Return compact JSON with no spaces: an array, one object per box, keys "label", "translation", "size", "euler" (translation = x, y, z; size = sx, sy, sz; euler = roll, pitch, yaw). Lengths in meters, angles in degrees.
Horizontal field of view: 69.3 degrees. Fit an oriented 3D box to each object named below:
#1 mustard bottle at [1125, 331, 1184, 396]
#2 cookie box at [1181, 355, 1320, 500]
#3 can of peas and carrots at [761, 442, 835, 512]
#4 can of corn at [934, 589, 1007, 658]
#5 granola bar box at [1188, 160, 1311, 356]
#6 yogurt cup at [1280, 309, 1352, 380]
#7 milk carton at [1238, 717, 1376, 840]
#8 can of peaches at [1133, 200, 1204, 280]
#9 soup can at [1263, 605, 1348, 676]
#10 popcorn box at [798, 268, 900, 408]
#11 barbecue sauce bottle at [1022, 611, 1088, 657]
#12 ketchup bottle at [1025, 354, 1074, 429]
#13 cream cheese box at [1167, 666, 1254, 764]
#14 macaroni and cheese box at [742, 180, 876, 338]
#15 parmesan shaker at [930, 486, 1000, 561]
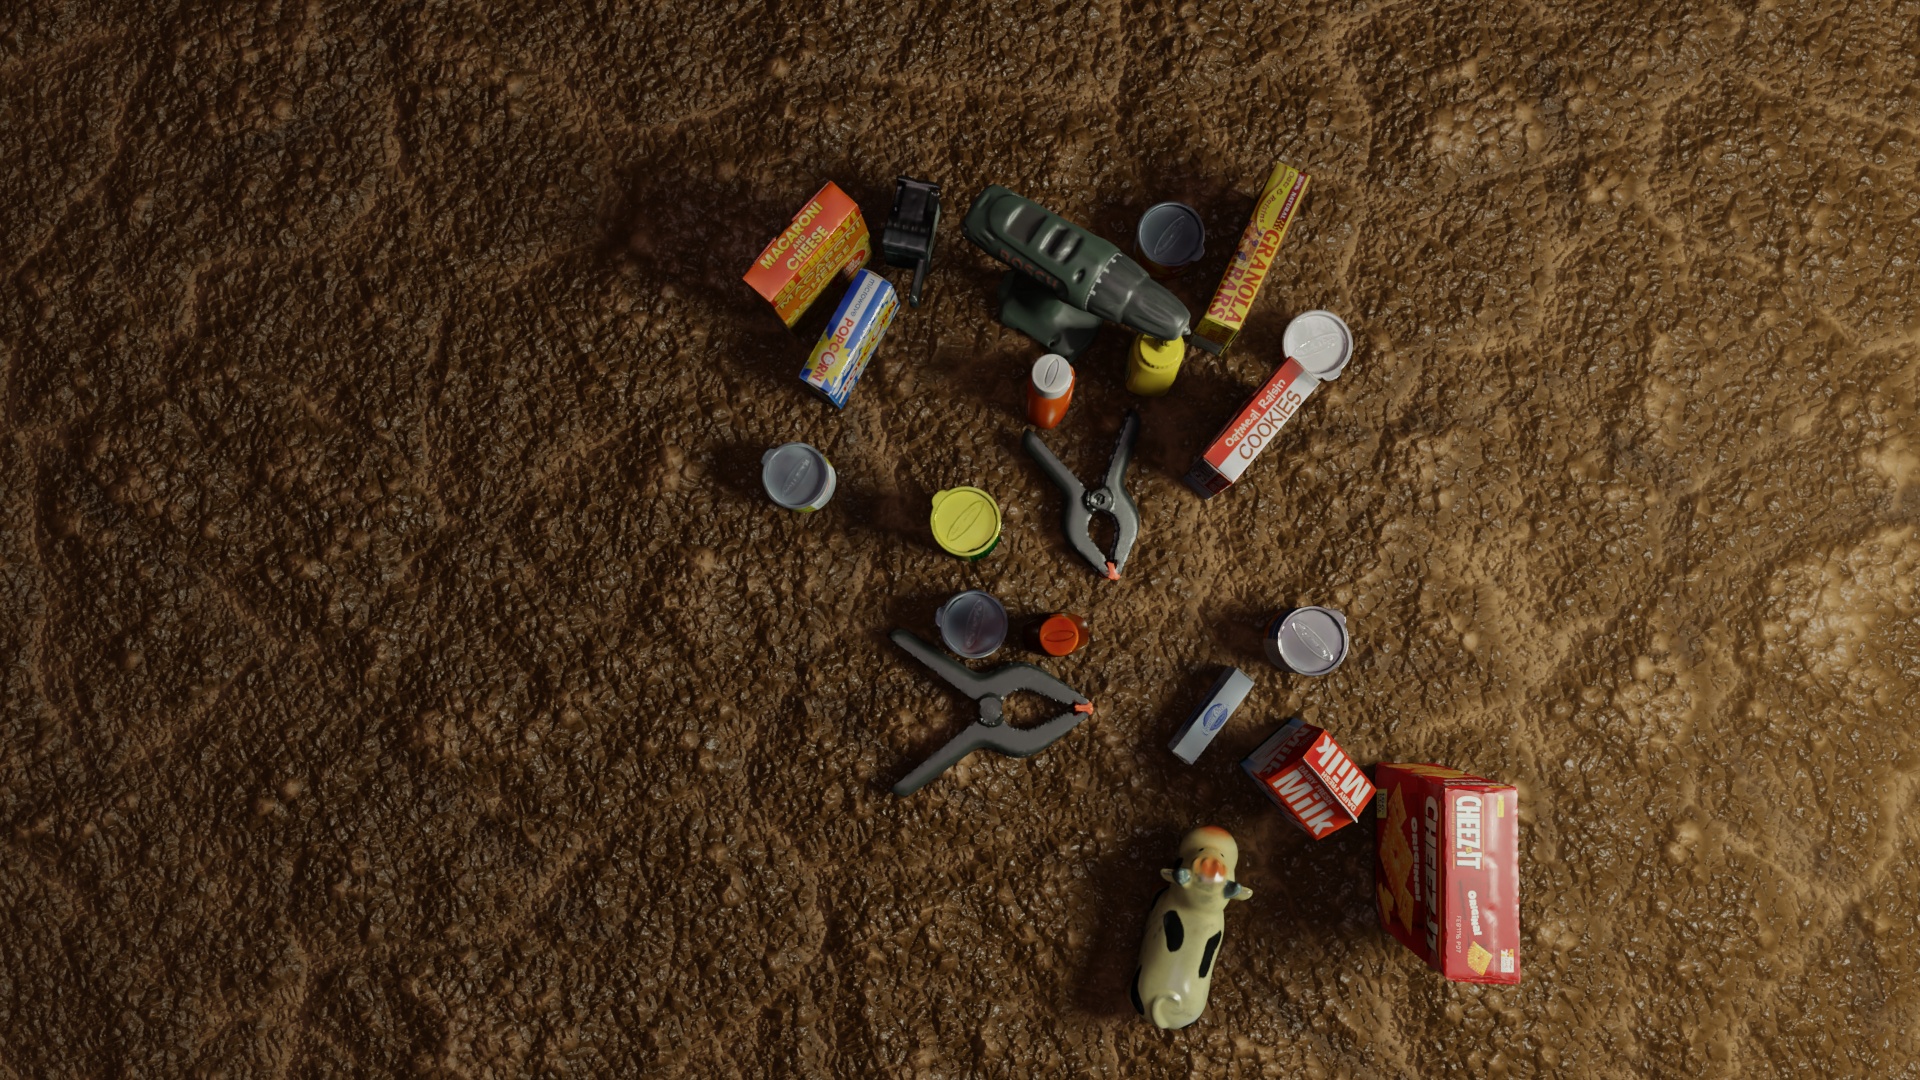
[{"label":"mustard bottle","translation":[0.187,-0.178,1.332],"size":[0.049,0.160,0.065],"euler":[9,87,3]},{"label":"cookie box","translation":[0.271,-0.104,1.320],"size":[0.040,0.167,0.123],"euler":[40,89,4]},{"label":"can of peas and carrots","translation":[-0.163,-0.063,1.388],"size":[0.071,0.058,0.071],"euler":[0,86,2]},{"label":"can of corn","translation":[0.012,0.082,1.370],"size":[0.071,0.058,0.071],"euler":[0,86,2]},{"label":"granola bar box","translation":[0.280,-0.270,1.353],"size":[0.039,0.124,0.165],"euler":[25,87,4]},{"label":"yogurt cup","translation":[0.350,-0.190,1.380],"size":[0.072,0.054,0.072],"euler":[0,86,2]},{"label":"milk carton","translation":[0.321,0.219,1.282],"size":[0.073,0.190,0.072],"euler":[-40,86,-1]},{"label":"can of peaches","translation":[0.210,-0.298,1.391],"size":[0.071,0.058,0.071],"euler":[0,86,2]},{"label":"soup can","translation":[0.335,0.095,1.344],"size":[0.071,0.083,0.071],"euler":[0,86,2]},{"label":"popcorn box","translation":[-0.109,-0.200,1.383],"size":[0.038,0.085,0.126],"euler":[29,88,4]},{"label":"barbecue sauce bottle","translation":[0.091,0.090,1.321],"size":[0.065,0.148,0.043],"euler":[-6,86,2]},{"label":"ketchup bottle","translation":[0.087,-0.148,1.339],"size":[0.043,0.149,0.064],"euler":[20,87,3]},{"label":"cream cheese box","translation":[0.244,0.170,1.357],"size":[0.024,0.053,0.104],"euler":[38,88,4]},{"label":"macaroni and cheese box","translation":[-0.145,-0.269,1.348],"size":[0.040,0.166,0.124],"euler":[42,89,4]},{"label":"parmesan shaker","translation":[0.005,-0.017,1.356],"size":[0.071,0.103,0.071],"euler":[0,86,2]}]
